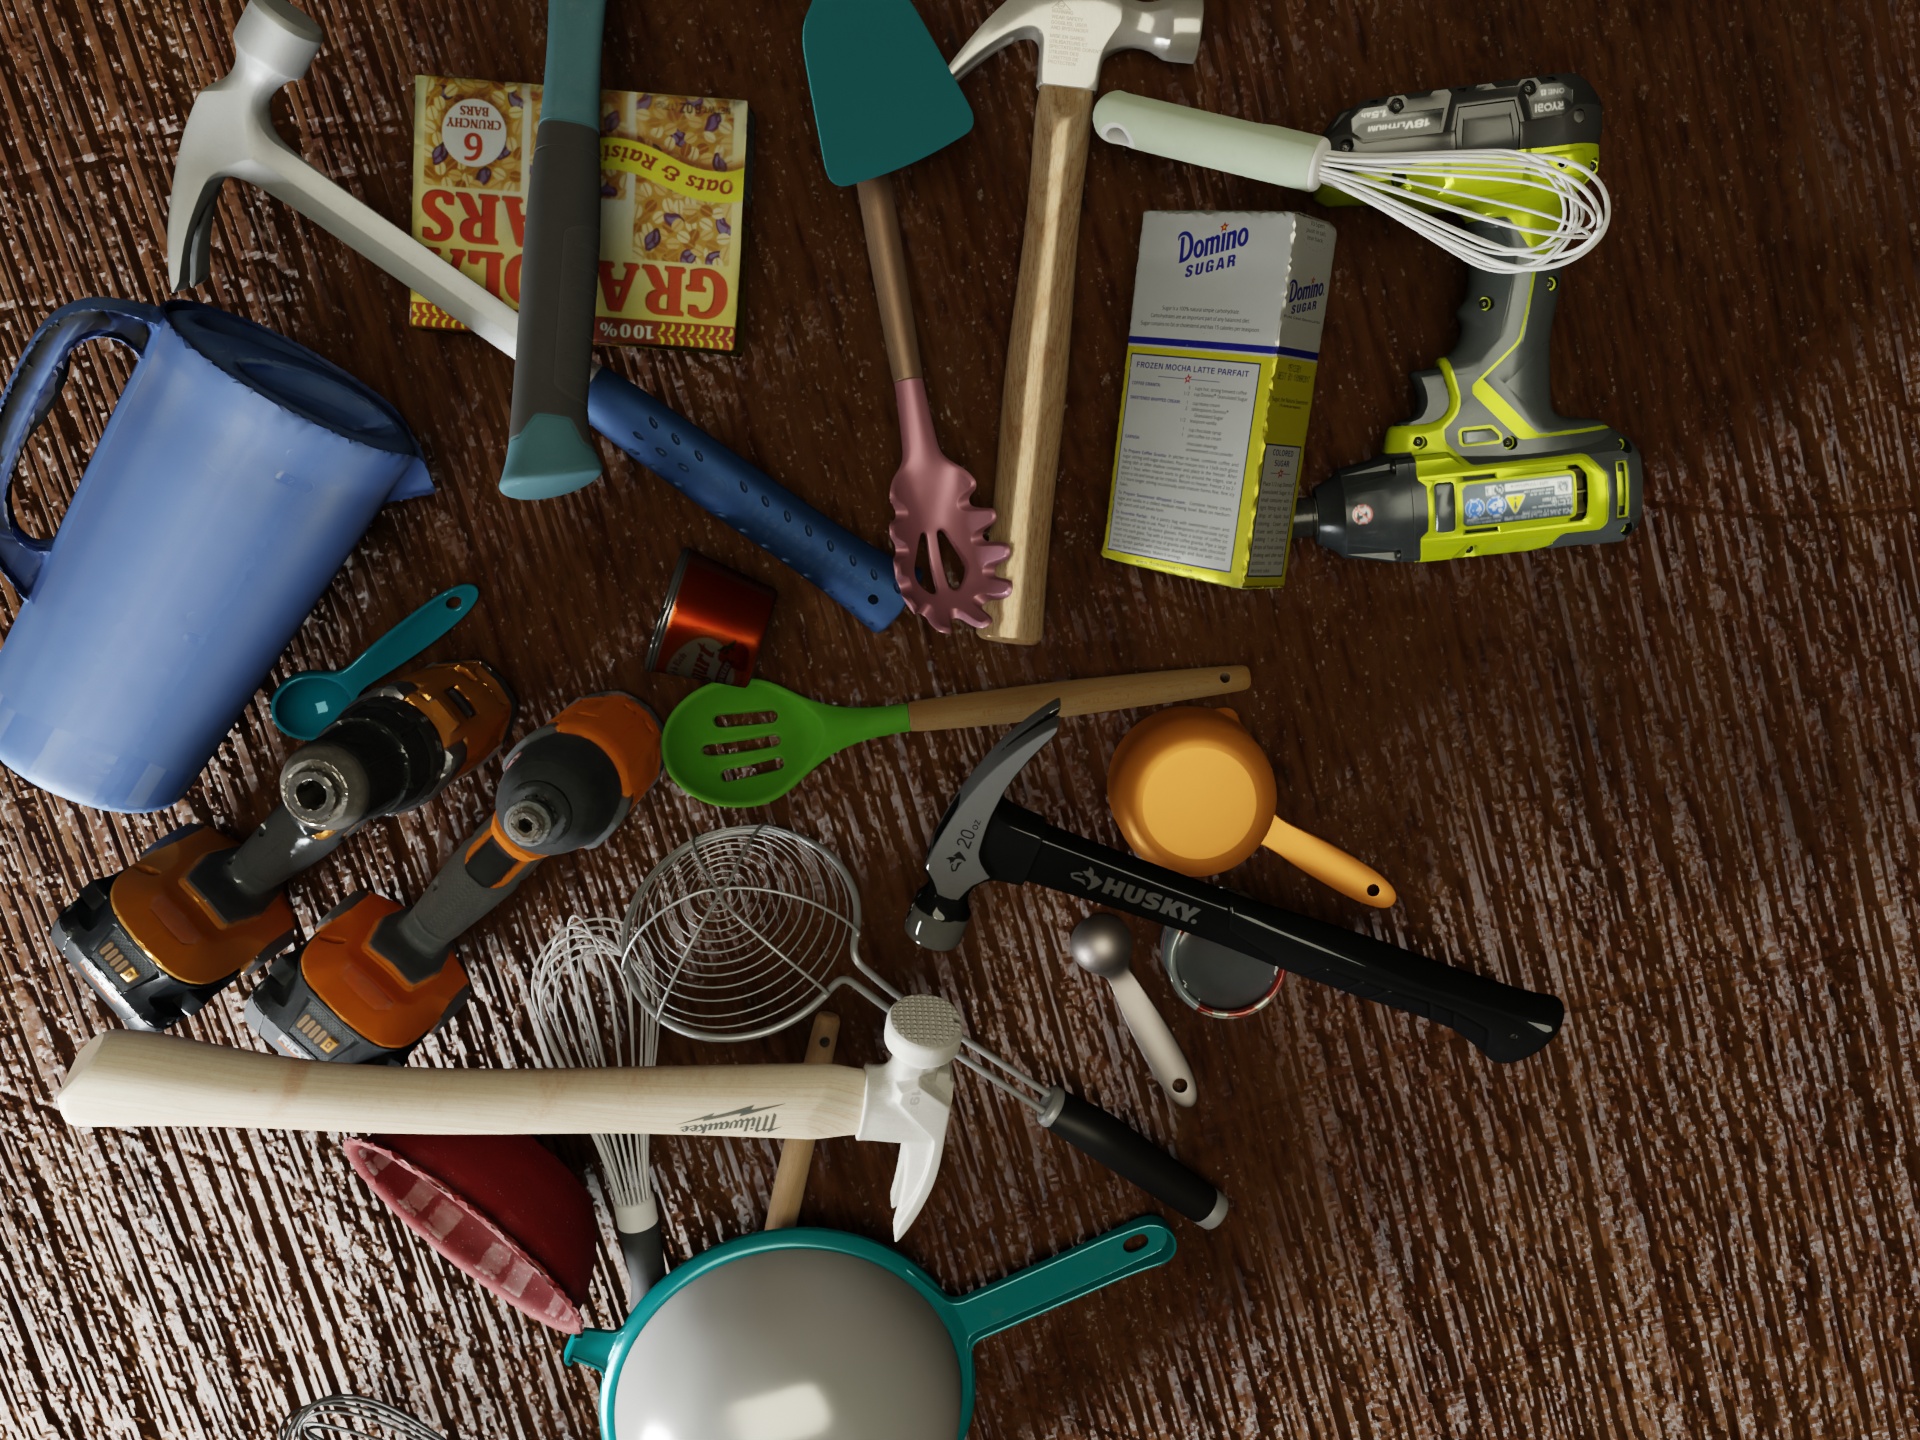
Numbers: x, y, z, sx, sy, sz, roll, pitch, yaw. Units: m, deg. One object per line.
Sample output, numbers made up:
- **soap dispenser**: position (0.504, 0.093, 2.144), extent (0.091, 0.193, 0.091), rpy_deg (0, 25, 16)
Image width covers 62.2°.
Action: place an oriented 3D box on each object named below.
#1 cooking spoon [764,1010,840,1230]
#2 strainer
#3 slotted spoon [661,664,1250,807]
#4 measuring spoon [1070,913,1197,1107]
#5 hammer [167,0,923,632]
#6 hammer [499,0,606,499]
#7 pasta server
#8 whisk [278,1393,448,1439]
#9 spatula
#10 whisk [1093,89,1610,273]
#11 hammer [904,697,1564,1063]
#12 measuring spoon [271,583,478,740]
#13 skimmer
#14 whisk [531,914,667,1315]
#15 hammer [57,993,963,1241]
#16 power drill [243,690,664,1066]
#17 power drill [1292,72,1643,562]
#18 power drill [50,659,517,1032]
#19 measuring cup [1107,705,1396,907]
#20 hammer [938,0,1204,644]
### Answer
- **cooking spoon**: position (-0.109, 0.316, 0.902), extent (0.068, 0.017, 0.319), rpy_deg (11, 97, -13)
- **strainer**: position (-0.032, 0.365, 0.859), extent (0.340, 0.095, 0.211), rpy_deg (-24, 105, -1)
- **slotted spoon**: position (-0.001, -0.003, 0.849), extent (0.313, 0.031, 0.070), rpy_deg (-7, 82, 0)
- **measuring spoon**: position (0.100, 0.163, 0.876), extent (0.034, 0.018, 0.124), rpy_deg (-29, 98, 5)
- **hammer**: position (-0.197, -0.168, 0.792), extent (0.405, 0.035, 0.144), rpy_deg (35, 113, -14)
- **hammer**: position (-0.181, -0.261, 0.739), extent (0.128, 0.033, 0.331), rpy_deg (4, 77, -17)
- **pasta server**: position (-0.029, -0.200, 0.802), extent (0.060, 0.040, 0.316), rpy_deg (-10, 92, -15)
- **whisk**: position (-0.272, 0.437, 0.913), extent (0.239, 0.055, 0.055), rpy_deg (18, 99, -6)
- **spatula**: position (-0.102, -0.410, 0.769), extent (0.082, 0.044, 0.317), rpy_deg (-29, 83, -15)
- **whisk**: position (0.173, -0.255, 0.732), extent (0.246, 0.057, 0.059), rpy_deg (22, 80, 21)
- **hammer**: position (0.150, 0.101, 0.811), extent (0.334, 0.035, 0.146), rpy_deg (19, 116, -4)
- **measuring spoon**: position (-0.315, -0.038, 0.857), extent (0.128, 0.021, 0.042), rpy_deg (-37, 135, -2)
- **skimmer**: position (-0.013, 0.182, 0.867), extent (0.363, 0.090, 0.127), rpy_deg (36, 58, -15)
- **whisk**: position (-0.184, 0.242, 0.878), extent (0.070, 0.070, 0.284), rpy_deg (-7, 103, 2)
- **hammer**: position (-0.210, 0.192, 0.773), extent (0.410, 0.038, 0.146), rpy_deg (4, 123, -9)
- **power drill**: position (-0.250, 0.085, 0.801), extent (0.226, 0.164, 0.084), rpy_deg (-44, 97, 9)
- **power drill**: position (0.242, -0.192, 0.792), extent (0.171, 0.080, 0.223), rpy_deg (-5, 101, 7)
- **power drill**: position (-0.338, 0.060, 0.790), extent (0.226, 0.185, 0.084), rpy_deg (-37, 98, 9)
- **measuring cup**: position (0.160, 0.059, 0.841), extent (0.173, 0.052, 0.095), rpy_deg (29, 98, -1)
- **hammer**: position (0.039, -0.204, 0.816), extent (0.130, 0.031, 0.331), rpy_deg (6, 99, 0)
